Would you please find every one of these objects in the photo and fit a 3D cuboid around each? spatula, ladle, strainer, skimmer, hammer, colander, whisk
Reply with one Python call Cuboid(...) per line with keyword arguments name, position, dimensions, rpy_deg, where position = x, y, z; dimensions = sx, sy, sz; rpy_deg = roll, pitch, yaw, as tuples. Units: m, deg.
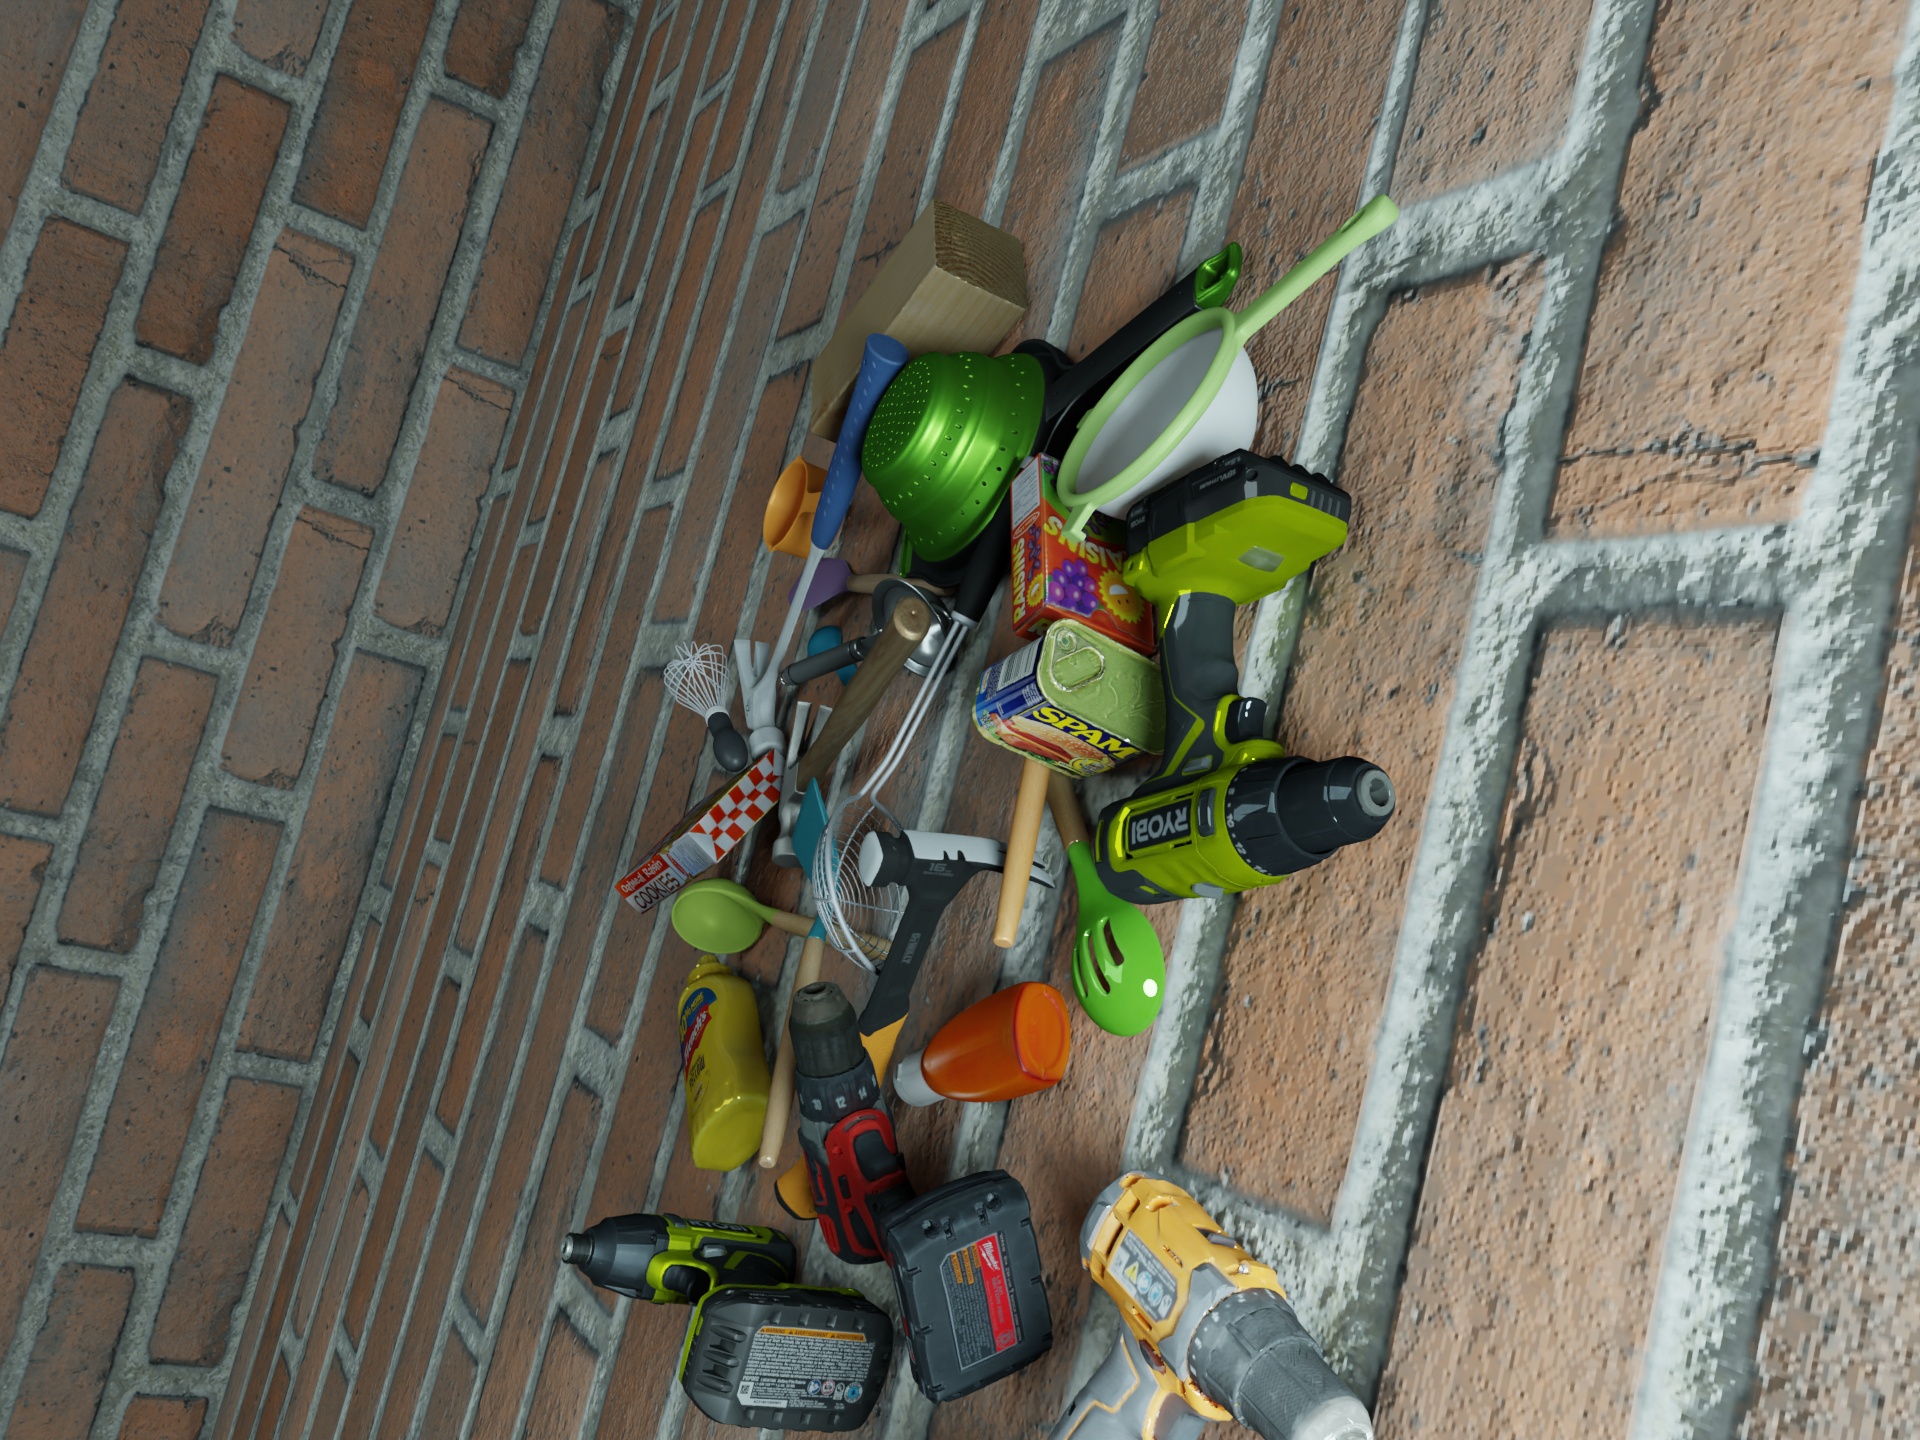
Cuboid(name="spatula", position=(-0.120, 0.180, 1.149), dimensions=(0.318, 0.044, 0.082), rpy_deg=(-82, 11, -47))
Cuboid(name="ladle", position=(-0.140, 0.173, 1.275), dimensions=(0.062, 0.078, 0.320), rpy_deg=(-52, 27, -21))
Cuboid(name="strainer", position=(-0.074, -0.062, 1.279), dimensions=(0.258, 0.087, 0.050), rpy_deg=(-17, 15, 49))
Cuboid(name="skimmer", position=(-0.002, -0.003, 1.090), dimensions=(0.090, 0.127, 0.363), rpy_deg=(28, 93, 31))
Cuboid(name="hammer", position=(-0.125, -0.150, 1.365), dimensions=(0.144, 0.035, 0.405), rpy_deg=(-109, 33, -43))
Cuboid(name="hammer", position=(-0.089, -0.003, 1.241), dimensions=(0.331, 0.031, 0.130), rpy_deg=(129, 149, -56))
Cuboid(name="hammer", position=(-0.052, 0.215, 1.071), dimensions=(0.336, 0.127, 0.034), rpy_deg=(-68, 28, 28))
Cuboid(name="spatula", position=(0.047, -0.005, 1.026), dimensions=(0.081, 0.041, 0.323), rpy_deg=(121, 164, -57))
Cuboid(name="colander", position=(0.037, -0.239, 1.145), dimensions=(0.397, 0.094, 0.205), rpy_deg=(-31, 43, 48))
Cuboid(name="whisk", position=(-0.238, -0.014, 1.529), dimensions=(0.070, 0.070, 0.285), rpy_deg=(-65, 25, 13))
Cuboid(name="spatula", position=(-0.083, -0.117, 1.377), dimensions=(0.060, 0.018, 0.316), rpy_deg=(-59, 26, -11))
Cuboid(name="strainer", position=(0.167, -0.200, 0.940), dimensions=(0.256, 0.069, 0.152), rpy_deg=(-38, 24, 31))

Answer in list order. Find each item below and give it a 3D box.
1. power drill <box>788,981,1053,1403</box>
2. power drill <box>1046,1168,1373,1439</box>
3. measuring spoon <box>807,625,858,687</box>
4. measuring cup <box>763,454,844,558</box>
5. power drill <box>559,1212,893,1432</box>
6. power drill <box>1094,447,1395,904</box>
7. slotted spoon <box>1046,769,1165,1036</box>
Cuboid(name="power drill", position=(-0.040, 0.270, 0.948), dimensions=(0.227, 0.080, 0.187), rpy_deg=(23, 126, 63))
Cuboid(name="power drill", position=(0.089, 0.352, 0.743), dimensions=(0.185, 0.084, 0.226), rpy_deg=(32, 98, 60))
Cuboid(name="measuring spoon", position=(-0.111, -0.051, 1.383), dimensions=(0.042, 0.021, 0.129), rpy_deg=(-65, 27, 13))
Cuboid(name="measuring cup", position=(-0.123, -0.191, 1.460), dimensions=(0.174, 0.052, 0.095), rpy_deg=(12, 85, 60))
Cuboid(name="power drill", position=(-0.159, 0.389, 1.064), dimensions=(0.223, 0.171, 0.080), rpy_deg=(5, 79, 58))
Cuboid(name="power drill", position=(0.152, -0.021, 0.849), dimensions=(0.190, 0.080, 0.229), rpy_deg=(-23, 57, 55))
Cuboid(name="slotted spoon", position=(0.067, 0.064, 1.001), dimensions=(0.070, 0.031, 0.314), rpy_deg=(-51, 33, 28))
